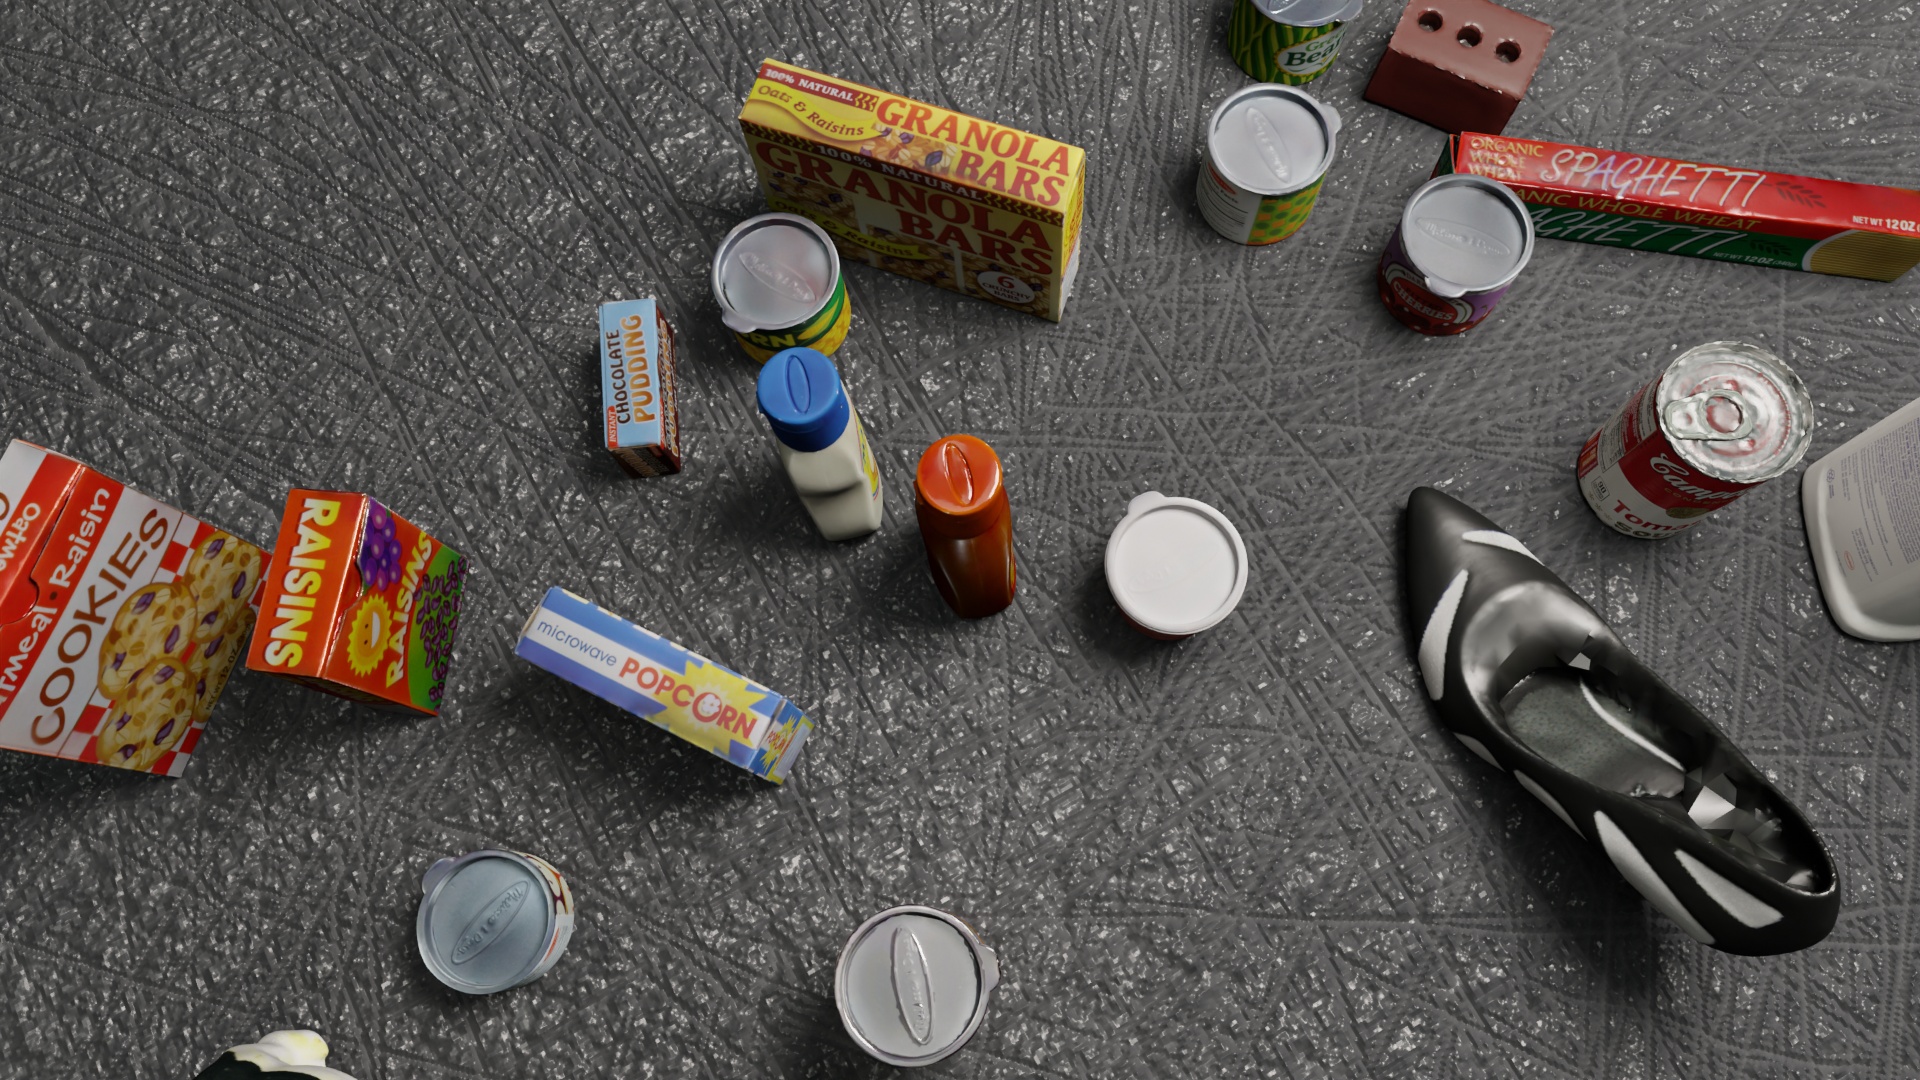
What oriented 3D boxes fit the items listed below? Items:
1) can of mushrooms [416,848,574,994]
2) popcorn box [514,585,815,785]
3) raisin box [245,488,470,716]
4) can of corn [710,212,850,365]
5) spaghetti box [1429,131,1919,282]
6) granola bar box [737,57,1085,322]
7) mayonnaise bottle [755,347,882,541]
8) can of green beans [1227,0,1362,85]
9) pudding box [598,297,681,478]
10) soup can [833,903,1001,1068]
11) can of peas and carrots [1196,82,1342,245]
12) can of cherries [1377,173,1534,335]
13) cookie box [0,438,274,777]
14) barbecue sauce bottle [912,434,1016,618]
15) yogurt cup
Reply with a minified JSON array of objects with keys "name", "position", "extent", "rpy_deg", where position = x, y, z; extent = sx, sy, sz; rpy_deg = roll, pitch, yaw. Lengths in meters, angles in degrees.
[{"name":"can of mushrooms","position":[-0.224,0.181,0.667],"extent":[0.071,0.033,0.071],"rpy_deg":[-1,74,3]},{"name":"popcorn box","position":[-0.139,0.071,0.668],"extent":[0.127,0.085,0.038],"rpy_deg":[25,77,9]},{"name":"raisin box","position":[-0.283,0.033,0.666],"extent":[0.040,0.123,0.086],"rpy_deg":[6,75,5]},{"name":"can of corn","position":[-0.095,-0.129,0.737],"extent":[0.071,0.058,0.071],"rpy_deg":[-1,74,3]},{"name":"spaghetti box","position":[0.377,-0.175,0.732],"extent":[0.250,0.050,0.029],"rpy_deg":[9,75,5]},{"name":"granola bar box","position":[-0.020,-0.177,0.713],"extent":[0.166,0.124,0.039],"rpy_deg":[18,76,8]},{"name":"mayonnaise bottle","position":[-0.066,-0.047,0.666],"extent":[0.041,0.147,0.065],"rpy_deg":[-12,74,-1]},{"name":"can of green beans","position":[0.185,-0.297,0.772],"extent":[0.071,0.057,0.071],"rpy_deg":[-1,74,3]},{"name":"pudding box","position":[-0.169,-0.080,0.731],"extent":[0.030,0.049,0.084],"rpy_deg":[-7,74,1]},{"name":"soup can","position":[-0.016,0.198,0.626],"extent":[0.071,0.083,0.071],"rpy_deg":[-1,74,3]},{"name":"can of peas and carrots","position":[0.164,-0.202,0.745],"extent":[0.071,0.058,0.071],"rpy_deg":[-1,74,3]},{"name":"can of cherries","position":[0.255,-0.146,0.725],"extent":[0.071,0.058,0.071],"rpy_deg":[-1,74,3]},{"name":"cookie box","position":[-0.398,0.039,0.647],"extent":[0.040,0.167,0.123],"rpy_deg":[18,76,8]},{"name":"barbecue sauce bottle","position":[0.002,-0.008,0.651],"extent":[0.044,0.148,0.065],"rpy_deg":[-15,74,-1]},{"name":"yogurt cup","position":[0.104,0.018,0.688],"extent":[0.072,0.054,0.072],"rpy_deg":[-1,74,3]}]
